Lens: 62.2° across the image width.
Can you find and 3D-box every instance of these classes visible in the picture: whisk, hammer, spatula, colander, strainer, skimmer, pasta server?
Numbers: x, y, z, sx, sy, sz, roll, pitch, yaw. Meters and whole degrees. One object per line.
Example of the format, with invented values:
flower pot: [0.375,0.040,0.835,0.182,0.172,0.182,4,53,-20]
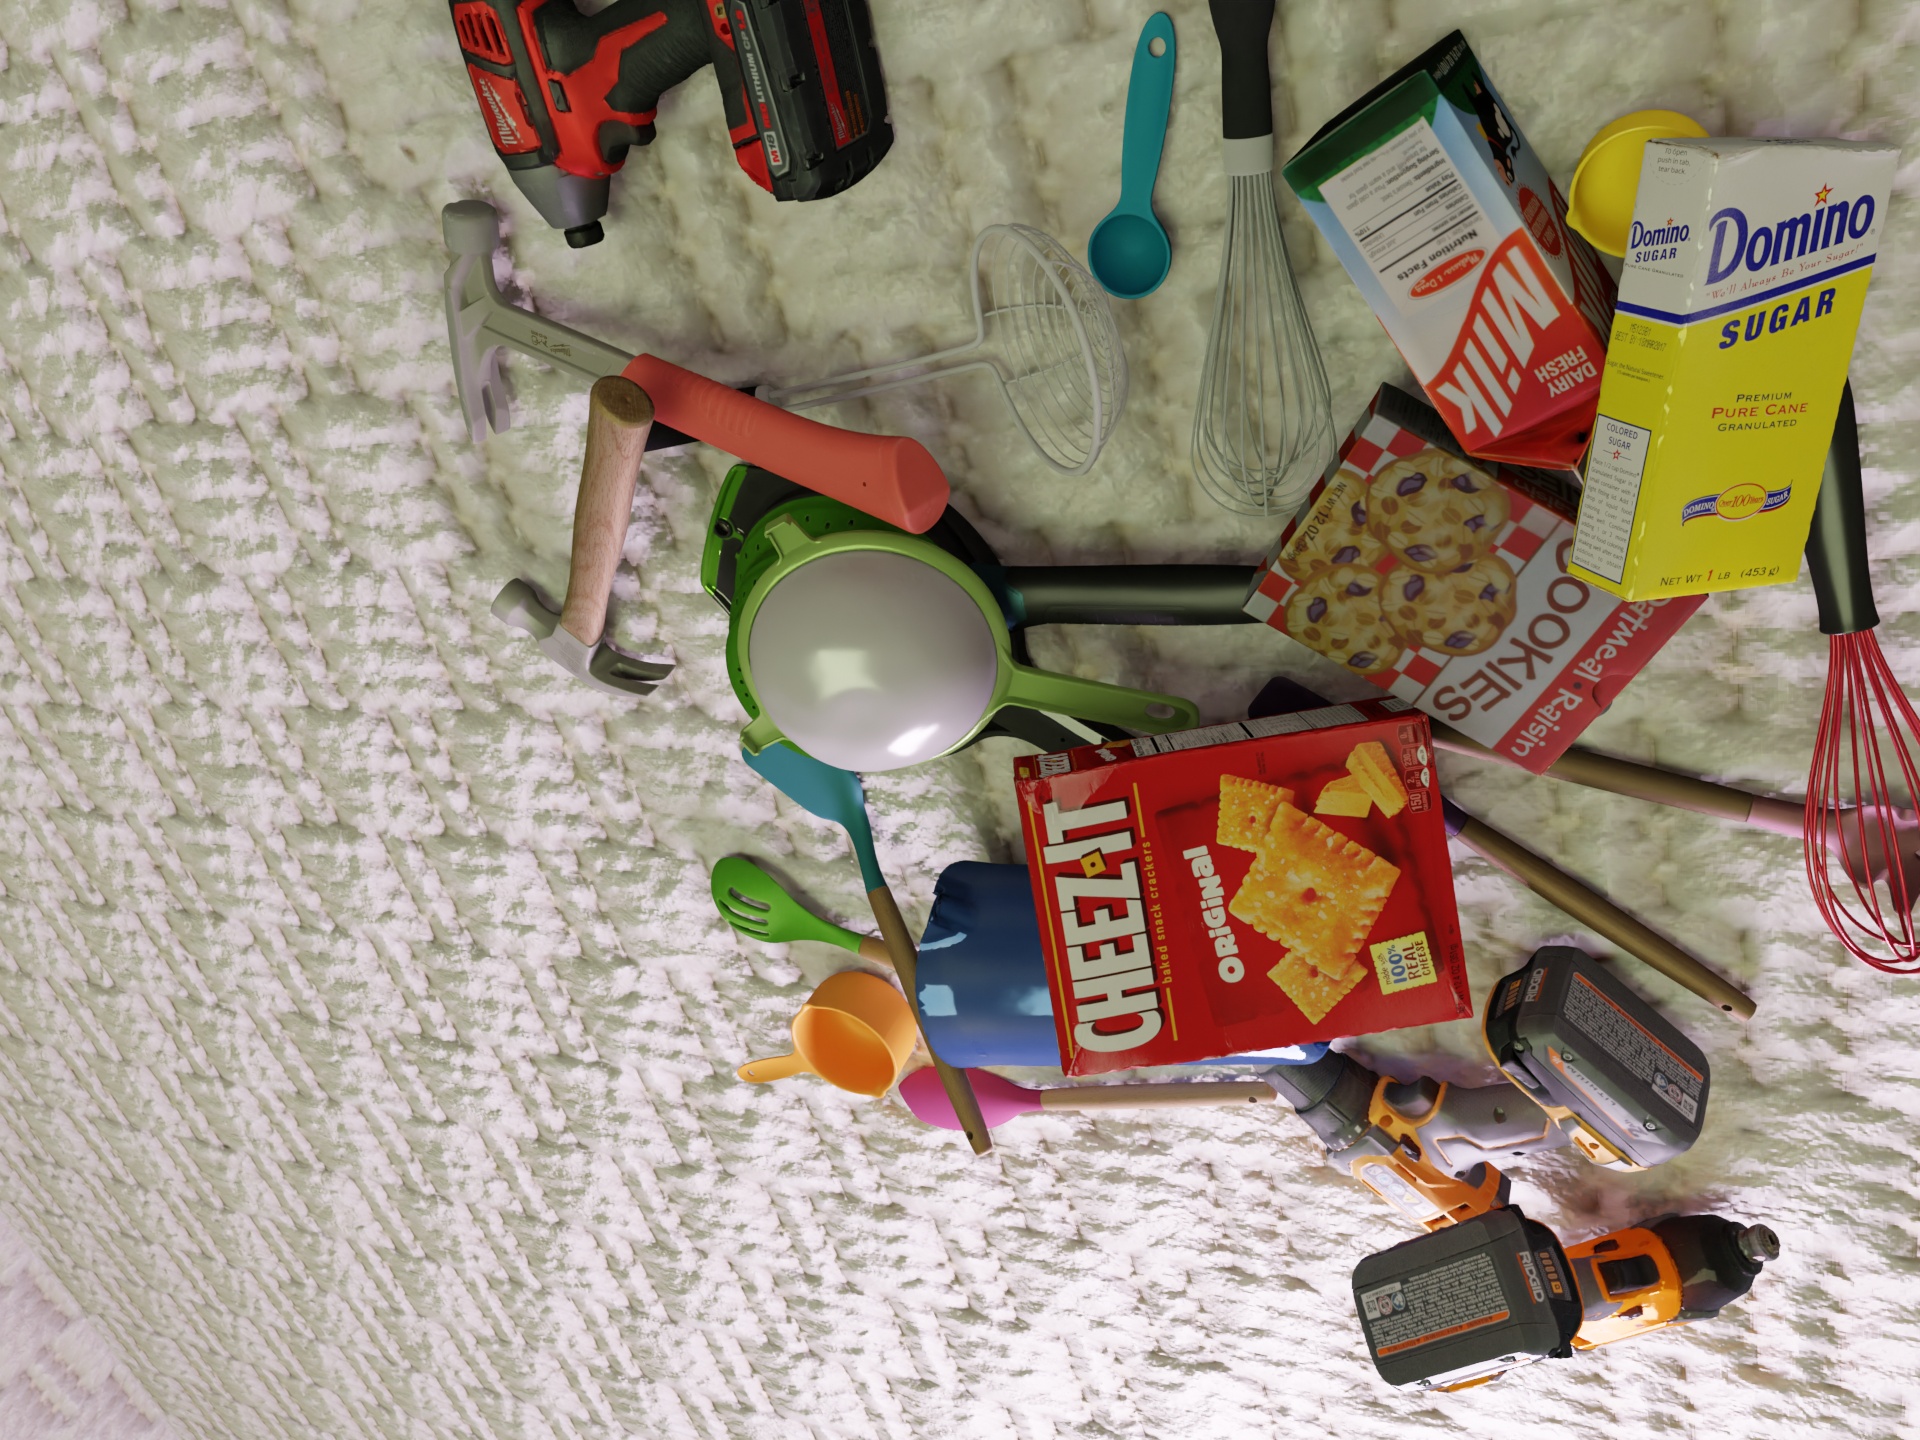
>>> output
whisk: [0.396,-0.023,0.701,0.073,0.073,0.295,-9,104,34]
hammer: [-0.159,-0.171,0.884,0.359,0.037,0.149,27,132,27]
spatula: [0.297,0.073,0.878,0.316,0.018,0.059,33,143,5]
whisk: [0.132,-0.225,0.725,0.070,0.070,0.284,6,121,26]
colander: [-0.001,-0.003,0.937,0.397,0.094,0.204,30,133,7]
hammer: [0.161,-0.064,0.824,0.331,0.033,0.128,1,123,22]
strainer: [0.003,-0.010,0.847,0.256,0.069,0.151,11,124,-2]
hammer: [-0.219,-0.103,0.964,0.130,0.031,0.331,37,152,-1]
skimmer: [-0.071,-0.172,0.852,0.363,0.090,0.127,-5,115,33]
pasta server: [0.367,0.040,0.800,0.316,0.040,0.060,15,115,21]
spatula: [-0.054,0.138,1.050,0.082,0.044,0.318,-40,68,43]

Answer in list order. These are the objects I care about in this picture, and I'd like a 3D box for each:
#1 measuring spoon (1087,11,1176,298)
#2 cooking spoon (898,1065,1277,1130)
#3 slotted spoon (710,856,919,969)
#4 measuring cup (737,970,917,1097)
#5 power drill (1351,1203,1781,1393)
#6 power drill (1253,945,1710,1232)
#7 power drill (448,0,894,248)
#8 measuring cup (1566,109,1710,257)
measuring spoon: [0.088,-0.265,0.749,0.042,0.021,0.128,17,121,19]
cooking spoon: [0.082,0.273,1.148,0.319,0.017,0.068,-12,117,36]
slotted spoon: [-0.047,0.168,1.138,0.314,0.031,0.070,17,127,16]
measuring cup: [-0.105,0.241,1.209,0.173,0.052,0.095,-24,110,41]
power drill: [0.358,0.328,0.926,0.226,0.084,0.164,10,145,-35]
power drill: [0.296,0.216,0.946,0.185,0.084,0.226,40,138,-2]
power drill: [-0.152,-0.315,0.806,0.220,0.078,0.143,6,126,29]
measuring cup: [0.308,-0.188,0.678,0.062,0.029,0.156,-13,128,36]
